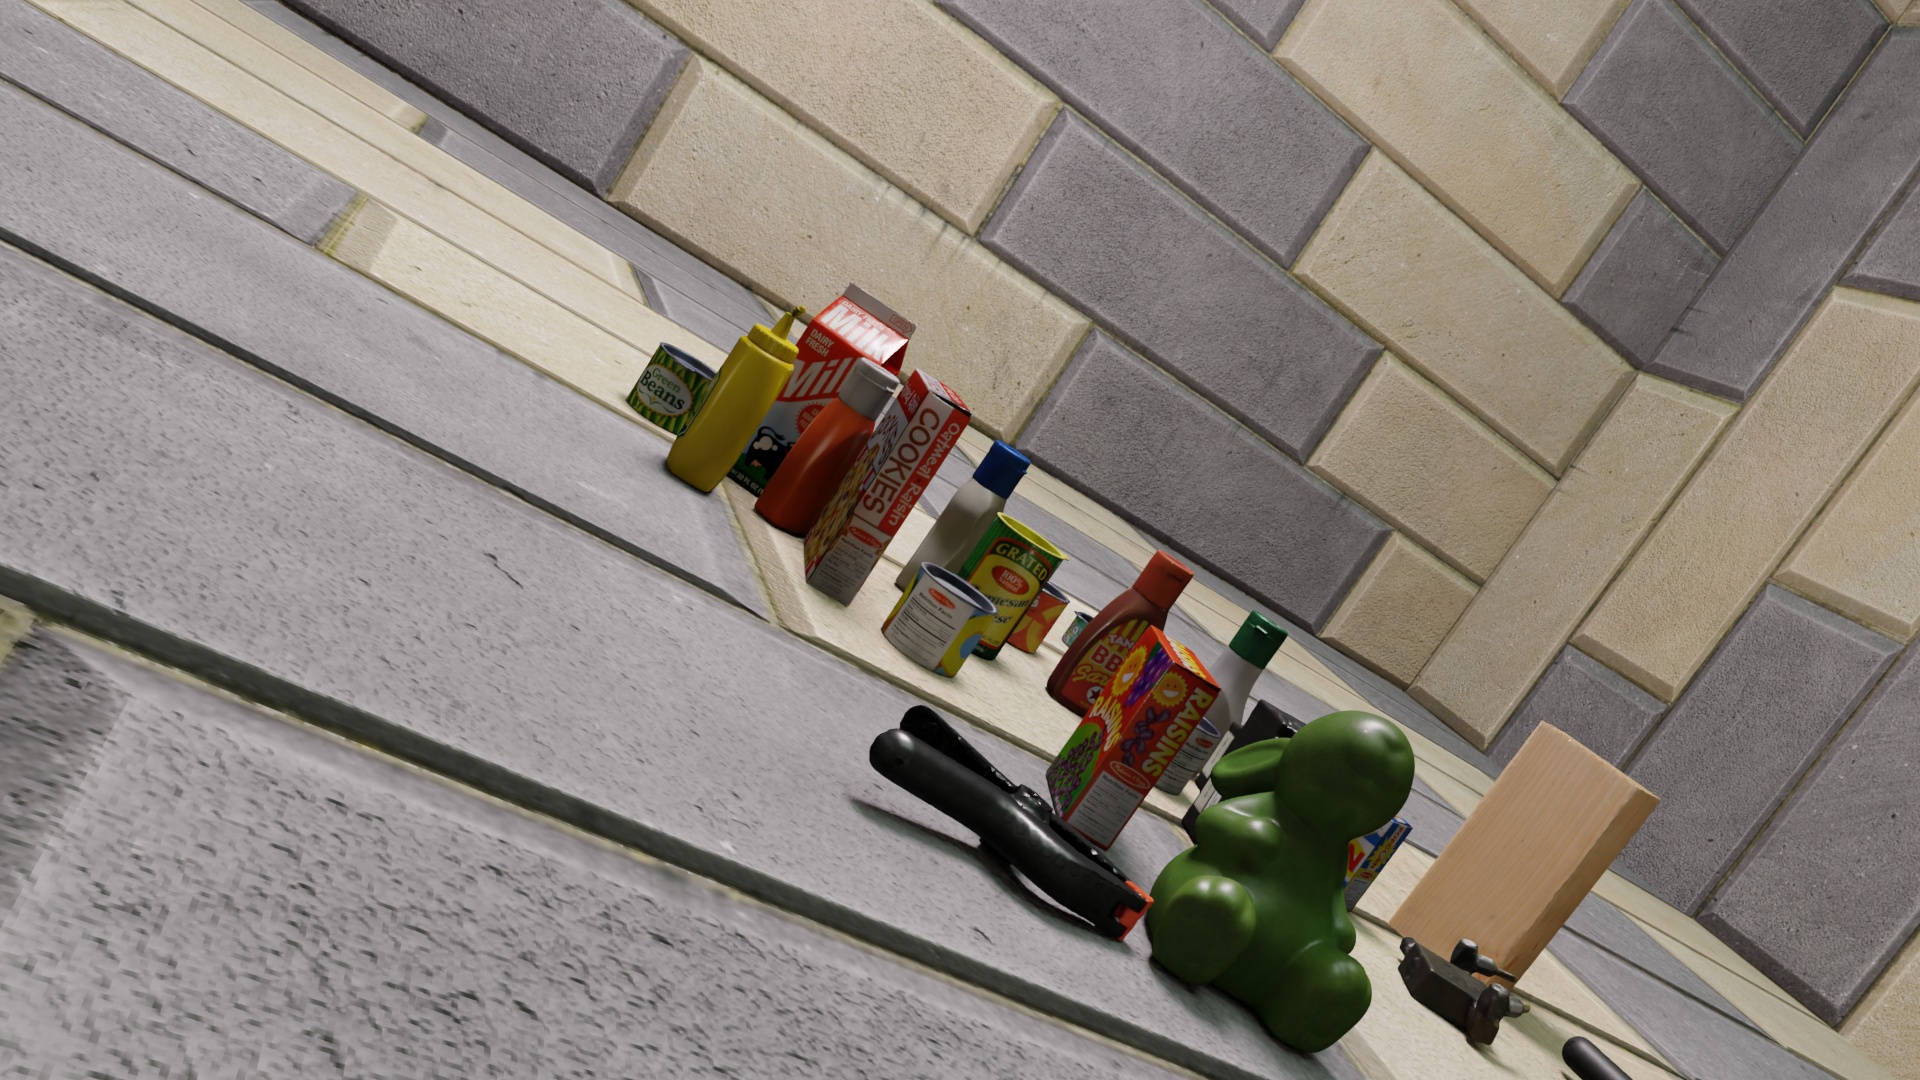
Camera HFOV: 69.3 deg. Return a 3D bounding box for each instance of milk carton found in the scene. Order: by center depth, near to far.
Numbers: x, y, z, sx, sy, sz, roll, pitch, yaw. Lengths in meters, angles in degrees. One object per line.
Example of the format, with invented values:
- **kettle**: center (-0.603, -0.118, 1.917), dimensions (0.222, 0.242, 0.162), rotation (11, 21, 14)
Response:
- **milk carton**: center (-0.116, -0.120, 1.173), dimensions (0.072, 0.190, 0.073), rotation (35, 8, 7)

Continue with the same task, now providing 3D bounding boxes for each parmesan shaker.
- **parmesan shaker**: center (0.032, 0.039, 1.128), dimensions (0.071, 0.103, 0.071), rotation (33, 8, -5)

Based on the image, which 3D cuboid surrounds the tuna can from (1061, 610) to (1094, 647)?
- **tuna can**: center (0.135, 0.102, 1.395), dimensions (0.071, 0.032, 0.071), rotation (33, 8, -5)

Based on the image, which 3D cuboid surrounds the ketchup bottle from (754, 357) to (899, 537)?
- **ketchup bottle**: center (-0.102, -0.074, 1.111), dimensions (0.043, 0.148, 0.065), rotation (38, 9, 28)

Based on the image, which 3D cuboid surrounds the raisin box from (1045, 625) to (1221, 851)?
- **raisin box**: center (0.107, 0.122, 0.877), dimensions (0.040, 0.123, 0.086), rotation (33, 8, -7)

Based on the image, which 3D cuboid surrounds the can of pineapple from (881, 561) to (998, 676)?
- **can of pineapple**: center (-0.015, 0.057, 1.009), dimensions (0.071, 0.057, 0.071), rotation (33, 8, -5)

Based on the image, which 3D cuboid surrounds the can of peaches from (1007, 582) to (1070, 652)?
- **can of peaches**: center (0.054, 0.060, 1.249), dimensions (0.071, 0.058, 0.071), rotation (33, 8, -5)

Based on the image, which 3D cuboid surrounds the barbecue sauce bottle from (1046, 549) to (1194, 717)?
- **barbecue sauce bottle**: center (0.136, 0.078, 1.144), dimensions (0.065, 0.148, 0.044), rotation (32, 8, -14)

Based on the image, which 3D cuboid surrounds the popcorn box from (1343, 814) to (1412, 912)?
- **popcorn box**: center (0.278, 0.219, 1.099), dimensions (0.038, 0.085, 0.127), rotation (25, 12, -48)

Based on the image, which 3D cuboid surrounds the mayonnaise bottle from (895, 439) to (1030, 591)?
- **mayonnaise bottle**: center (0.004, -0.015, 1.175), dimensions (0.041, 0.148, 0.065), rotation (36, 8, 17)

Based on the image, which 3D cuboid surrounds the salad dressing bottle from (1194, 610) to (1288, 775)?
- **salad dressing bottle**: center (0.222, 0.129, 1.181), dimensions (0.064, 0.147, 0.044), rotation (37, 8, 20)

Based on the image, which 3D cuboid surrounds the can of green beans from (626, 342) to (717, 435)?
- **can of green beans**: center (-0.245, -0.129, 1.197), dimensions (0.071, 0.057, 0.071), rotation (33, 8, -5)

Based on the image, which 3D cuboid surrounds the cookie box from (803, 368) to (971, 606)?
- **cookie box**: center (-0.057, -0.044, 1.048), dimensions (0.040, 0.167, 0.123), rotation (32, 8, -14)

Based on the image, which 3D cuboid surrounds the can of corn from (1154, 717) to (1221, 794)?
- **can of corn**: center (0.161, 0.157, 1.100), dimensions (0.071, 0.058, 0.071), rotation (33, 8, -5)

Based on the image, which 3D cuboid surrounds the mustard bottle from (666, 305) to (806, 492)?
- **mustard bottle**: center (-0.166, -0.115, 1.062), dimensions (0.049, 0.160, 0.065), rotation (32, 8, -15)
